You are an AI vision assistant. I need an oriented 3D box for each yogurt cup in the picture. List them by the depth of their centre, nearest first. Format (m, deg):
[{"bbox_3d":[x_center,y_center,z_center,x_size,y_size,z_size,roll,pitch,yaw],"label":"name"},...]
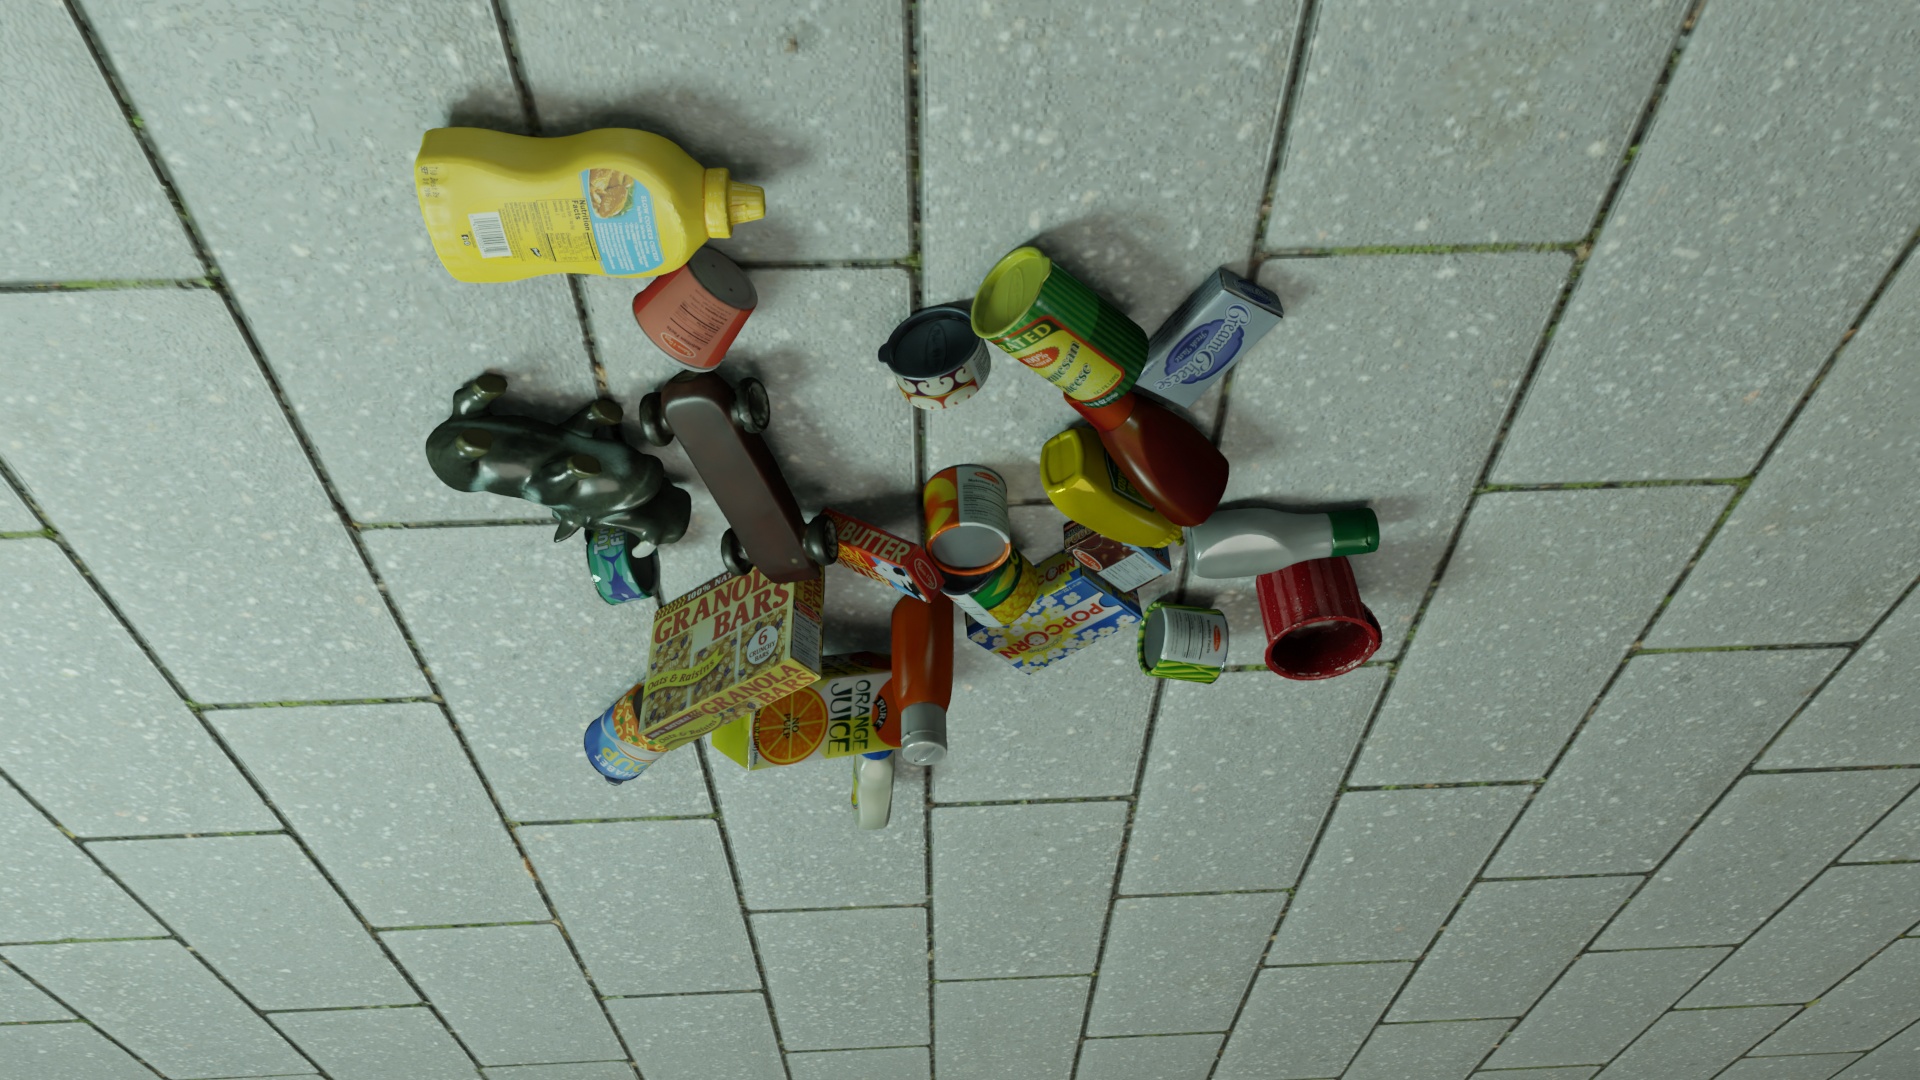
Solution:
[{"bbox_3d":[-0.166,-0.149,0.880,0.072,0.073,0.053,28,124,-33],"label":"yogurt cup"}]

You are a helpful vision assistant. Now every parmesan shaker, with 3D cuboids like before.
[{"bbox_3d":[0.068,-0.138,0.907,0.103,0.071,0.071,29,131,-34],"label":"parmesan shaker"}]

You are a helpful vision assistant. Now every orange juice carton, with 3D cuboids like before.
[{"bbox_3d":[-0.111,0.141,1.194,0.193,0.073,0.071,-3,101,-34],"label":"orange juice carton"}]

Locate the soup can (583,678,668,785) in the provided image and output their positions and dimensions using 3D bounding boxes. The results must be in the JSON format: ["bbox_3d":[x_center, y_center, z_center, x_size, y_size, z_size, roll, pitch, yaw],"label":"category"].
[{"bbox_3d":[-0.293,0.175,1.266,0.071,0.072,0.083,26,133,-32],"label":"soup can"}]

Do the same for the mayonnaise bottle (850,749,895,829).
[{"bbox_3d":[-0.084,0.218,1.348,0.041,0.065,0.147,-1,137,-7],"label":"mayonnaise bottle"}]

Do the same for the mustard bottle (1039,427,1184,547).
[{"bbox_3d":[0.126,-0.030,1.054,0.048,0.065,0.160,-28,142,34],"label":"mustard bottle"}]

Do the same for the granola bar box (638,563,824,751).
[{"bbox_3d":[-0.182,0.082,1.117,0.165,0.125,0.039,-27,135,27],"label":"granola bar box"}]

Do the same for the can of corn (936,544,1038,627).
[{"bbox_3d":[0.023,0.027,1.113,0.071,0.071,0.058,-23,138,23],"label":"can of corn"}]

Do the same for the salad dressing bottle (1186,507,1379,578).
[{"bbox_3d":[0.258,-0.001,1.114,0.148,0.044,0.064,-5,141,0],"label":"salad dressing bottle"}]

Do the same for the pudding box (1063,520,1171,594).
[{"bbox_3d":[0.127,0.006,1.123,0.049,0.030,0.083,-30,134,30],"label":"pudding box"}]

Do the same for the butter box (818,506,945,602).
[{"bbox_3d":[-0.065,0.011,1.072,0.103,0.024,0.053,22,157,36],"label":"butter box"}]

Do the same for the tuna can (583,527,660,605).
[{"bbox_3d":[-0.260,0.013,1.072,0.033,0.071,0.070,-12,140,9],"label":"tuna can"}]

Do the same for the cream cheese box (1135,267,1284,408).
[{"bbox_3d":[0.166,-0.137,0.951,0.053,0.024,0.103,20,136,-27],"label":"cream cheese box"}]

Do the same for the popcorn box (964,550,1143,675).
[{"bbox_3d":[0.078,0.061,1.180,0.126,0.038,0.085,-30,133,29],"label":"popcorn box"}]

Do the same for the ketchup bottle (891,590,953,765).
[{"bbox_3d":[-0.031,0.112,1.147,0.043,0.149,0.064,22,135,-26],"label":"ketchup bottle"}]

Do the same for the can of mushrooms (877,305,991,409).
[{"bbox_3d":[-0.017,-0.121,0.924,0.071,0.071,0.033,-12,142,11],"label":"can of mushrooms"}]

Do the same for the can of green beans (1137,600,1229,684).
[{"bbox_3d":[0.191,0.088,1.201,0.058,0.071,0.071,9,140,-14],"label":"can of green beans"}]

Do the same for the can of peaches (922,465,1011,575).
[{"bbox_3d":[0.004,-0.013,1.066,0.071,0.058,0.071,-3,141,-2],"label":"can of peaches"}]

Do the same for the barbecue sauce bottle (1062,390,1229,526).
[{"bbox_3d":[0.134,-0.073,1.003,0.148,0.065,0.043,38,159,-33],"label":"barbecue sauce bottle"}]
